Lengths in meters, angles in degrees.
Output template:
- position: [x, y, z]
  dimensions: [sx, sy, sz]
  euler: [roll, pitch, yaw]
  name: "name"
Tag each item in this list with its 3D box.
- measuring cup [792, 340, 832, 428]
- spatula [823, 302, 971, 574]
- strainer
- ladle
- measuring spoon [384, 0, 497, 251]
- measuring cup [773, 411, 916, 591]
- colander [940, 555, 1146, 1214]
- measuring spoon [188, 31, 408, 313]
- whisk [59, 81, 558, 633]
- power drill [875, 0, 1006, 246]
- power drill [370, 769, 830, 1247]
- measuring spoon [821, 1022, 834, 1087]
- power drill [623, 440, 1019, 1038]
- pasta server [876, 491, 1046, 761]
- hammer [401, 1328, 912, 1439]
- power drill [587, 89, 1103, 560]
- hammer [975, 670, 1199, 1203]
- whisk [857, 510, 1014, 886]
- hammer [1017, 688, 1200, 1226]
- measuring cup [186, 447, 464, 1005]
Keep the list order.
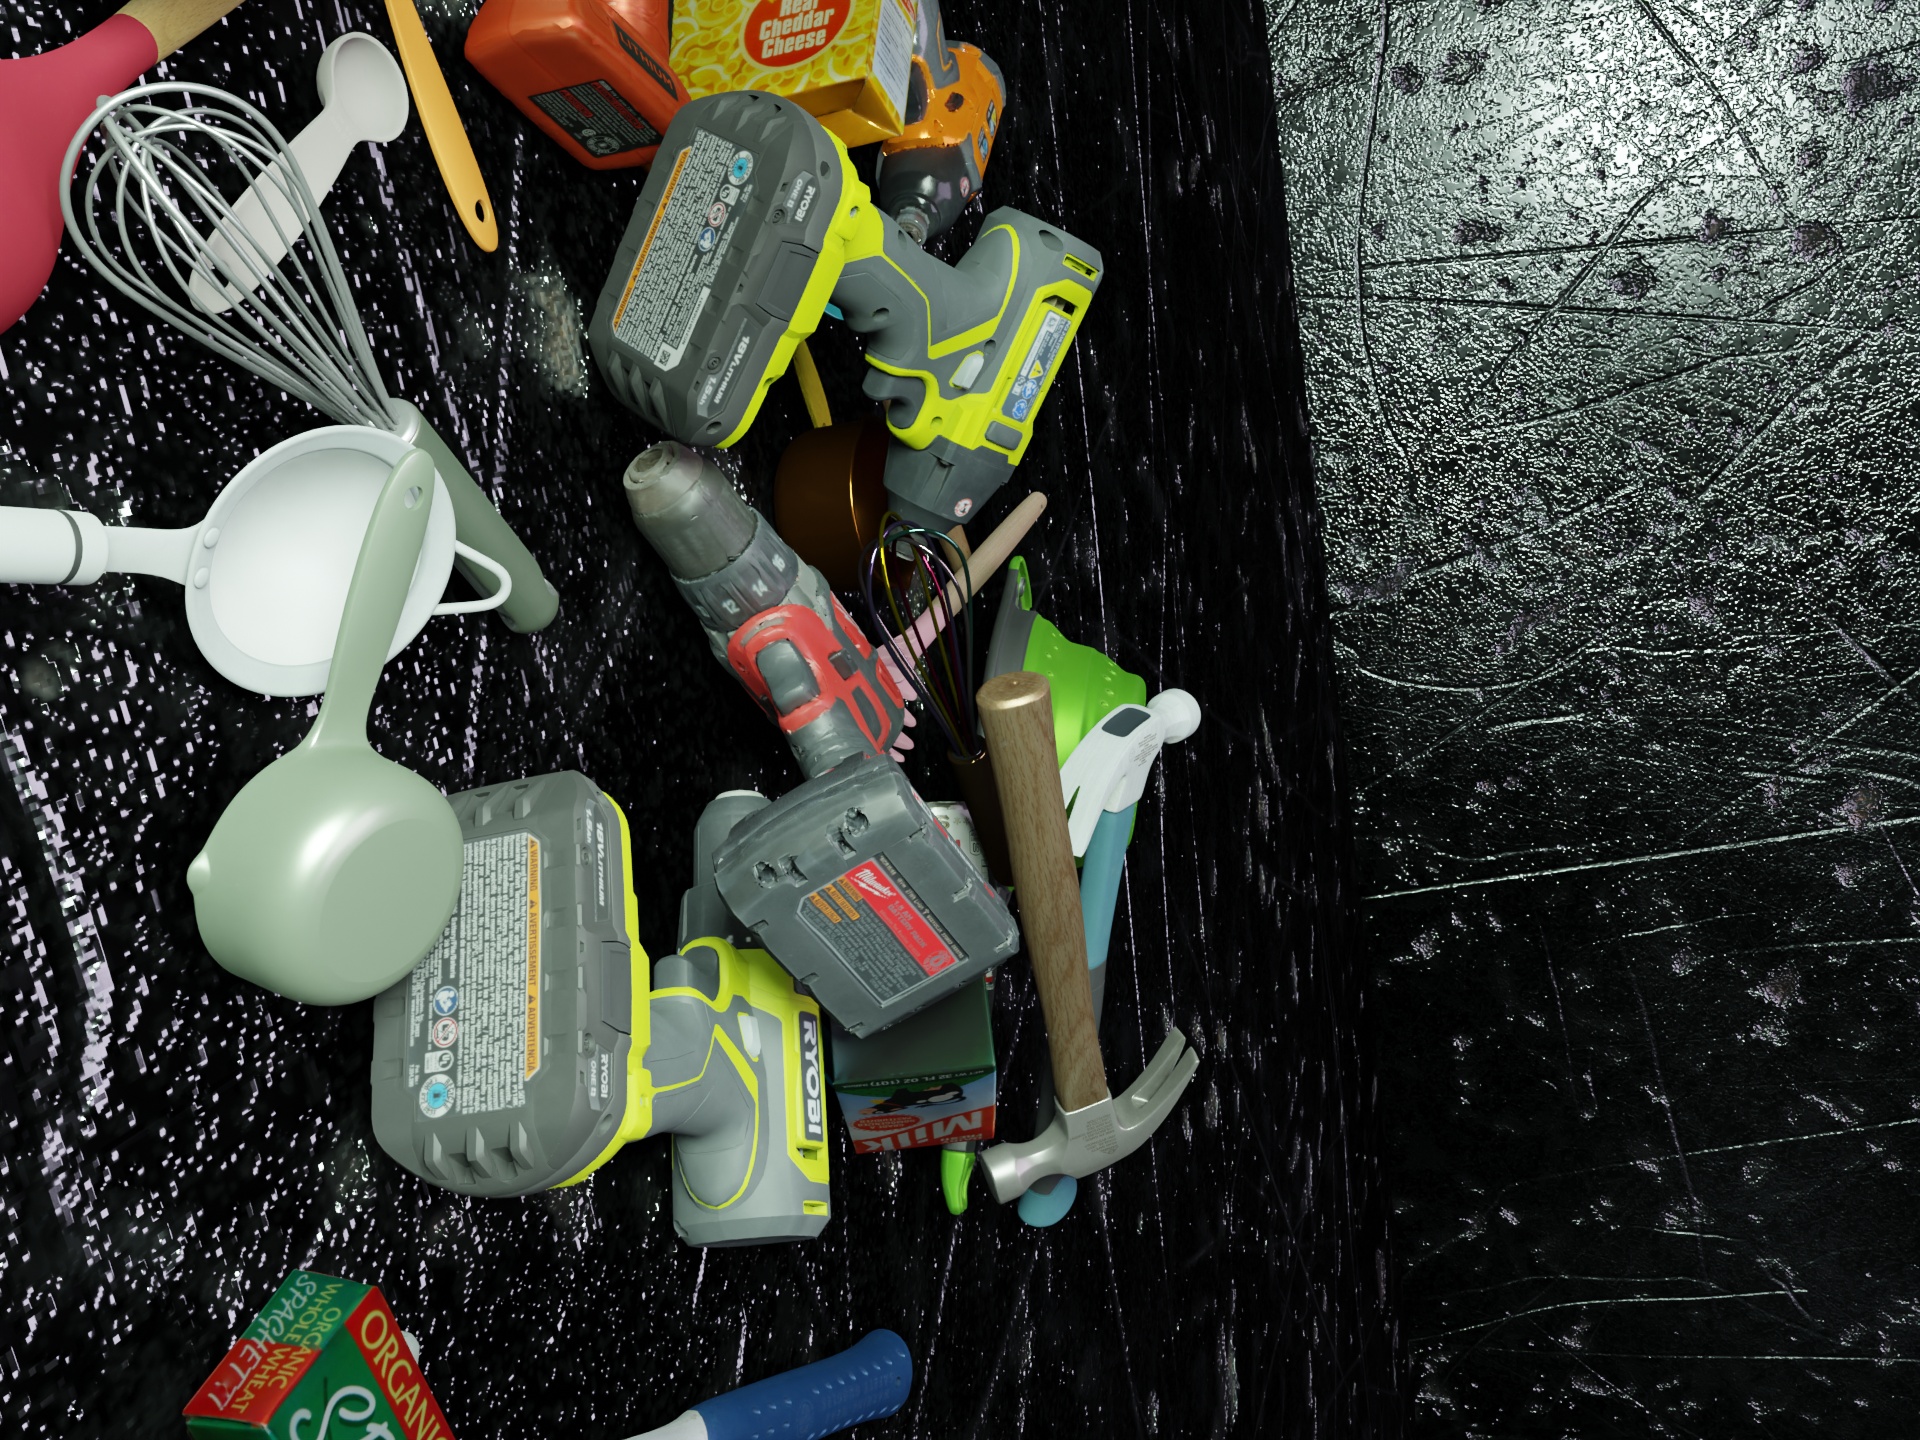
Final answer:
- position: [-0.094, -0.185, 0.803]
  dimensions: [0.156, 0.029, 0.062]
  euler: [71, 23, -61]
  name: "measuring cup"
- position: [-0.044, -0.179, 0.922]
  dimensions: [0.317, 0.044, 0.082]
  euler: [65, 29, -52]
  name: "spatula"
- position: [-0.224, -0.047, 0.413]
  dimensions: [0.258, 0.050, 0.087]
  euler: [-6, 122, -63]
  name: "strainer"
- position: [-0.225, -0.205, 0.460]
  dimensions: [0.316, 0.031, 0.069]
  euler: [-75, 156, -43]
  name: "ladle"
- position: [-0.188, -0.228, 0.574]
  dimensions: [0.021, 0.011, 0.116]
  euler: [-59, 140, -55]
  name: "measuring spoon"
- position: [-0.049, -0.128, 0.860]
  dimensions: [0.174, 0.052, 0.095]
  euler: [-58, 139, -59]
  name: "measuring cup"
- position: [0.055, 0.102, 0.976]
  dimensions: [0.204, 0.094, 0.397]
  euler: [66, 30, -75]
  name: "colander"
- position: [-0.214, -0.172, 0.504]
  dimensions: [0.034, 0.018, 0.124]
  euler: [61, 39, -48]
  name: "measuring spoon"
- position: [-0.184, -0.095, 0.494]
  dimensions: [0.059, 0.058, 0.246]
  euler: [-41, 151, -10]
  name: "whisk"
- position: [-0.037, -0.391, 0.900]
  dimensions: [0.226, 0.084, 0.164]
  euler: [66, 29, -49]
  name: "power drill"
- position: [-0.118, 0.099, 0.609]
  dimensions: [0.228, 0.080, 0.191]
  euler: [43, 39, -64]
  name: "power drill"
- position: [-0.081, 0.156, 0.782]
  dimensions: [0.128, 0.021, 0.042]
  euler: [70, 22, -55]
  name: "measuring spoon"
- position: [-0.068, -0.002, 0.664]
  dimensions: [0.187, 0.080, 0.227]
  euler: [55, 8, -40]
  name: "power drill"
- position: [0.003, -0.073, 0.967]
  dimensions: [0.316, 0.040, 0.060]
  euler: [-53, 151, -53]
  name: "pasta server"
- position: [-0.115, 0.298, 0.635]
  dimensions: [0.405, 0.035, 0.144]
  euler: [31, 57, -64]
  name: "hammer"
- position: [-0.043, -0.164, 0.703]
  dimensions: [0.223, 0.080, 0.171]
  euler: [9, 112, -52]
  name: "power drill"
- position: [0.053, 0.117, 0.828]
  dimensions: [0.031, 0.130, 0.331]
  euler: [-125, -160, -54]
  name: "hammer"
- position: [-0.001, -0.004, 0.792]
  dimensions: [0.047, 0.051, 0.244]
  euler: [58, -9, 48]
  name: "whisk"
- position: [0.072, 0.149, 0.922]
  dimensions: [0.128, 0.033, 0.330]
  euler: [-23, 126, -52]
  name: "hammer"
- position: [-0.169, 0.005, 0.466]
  dimensions: [0.083, 0.038, 0.167]
  euler: [1, 108, -64]
  name: "measuring cup"
